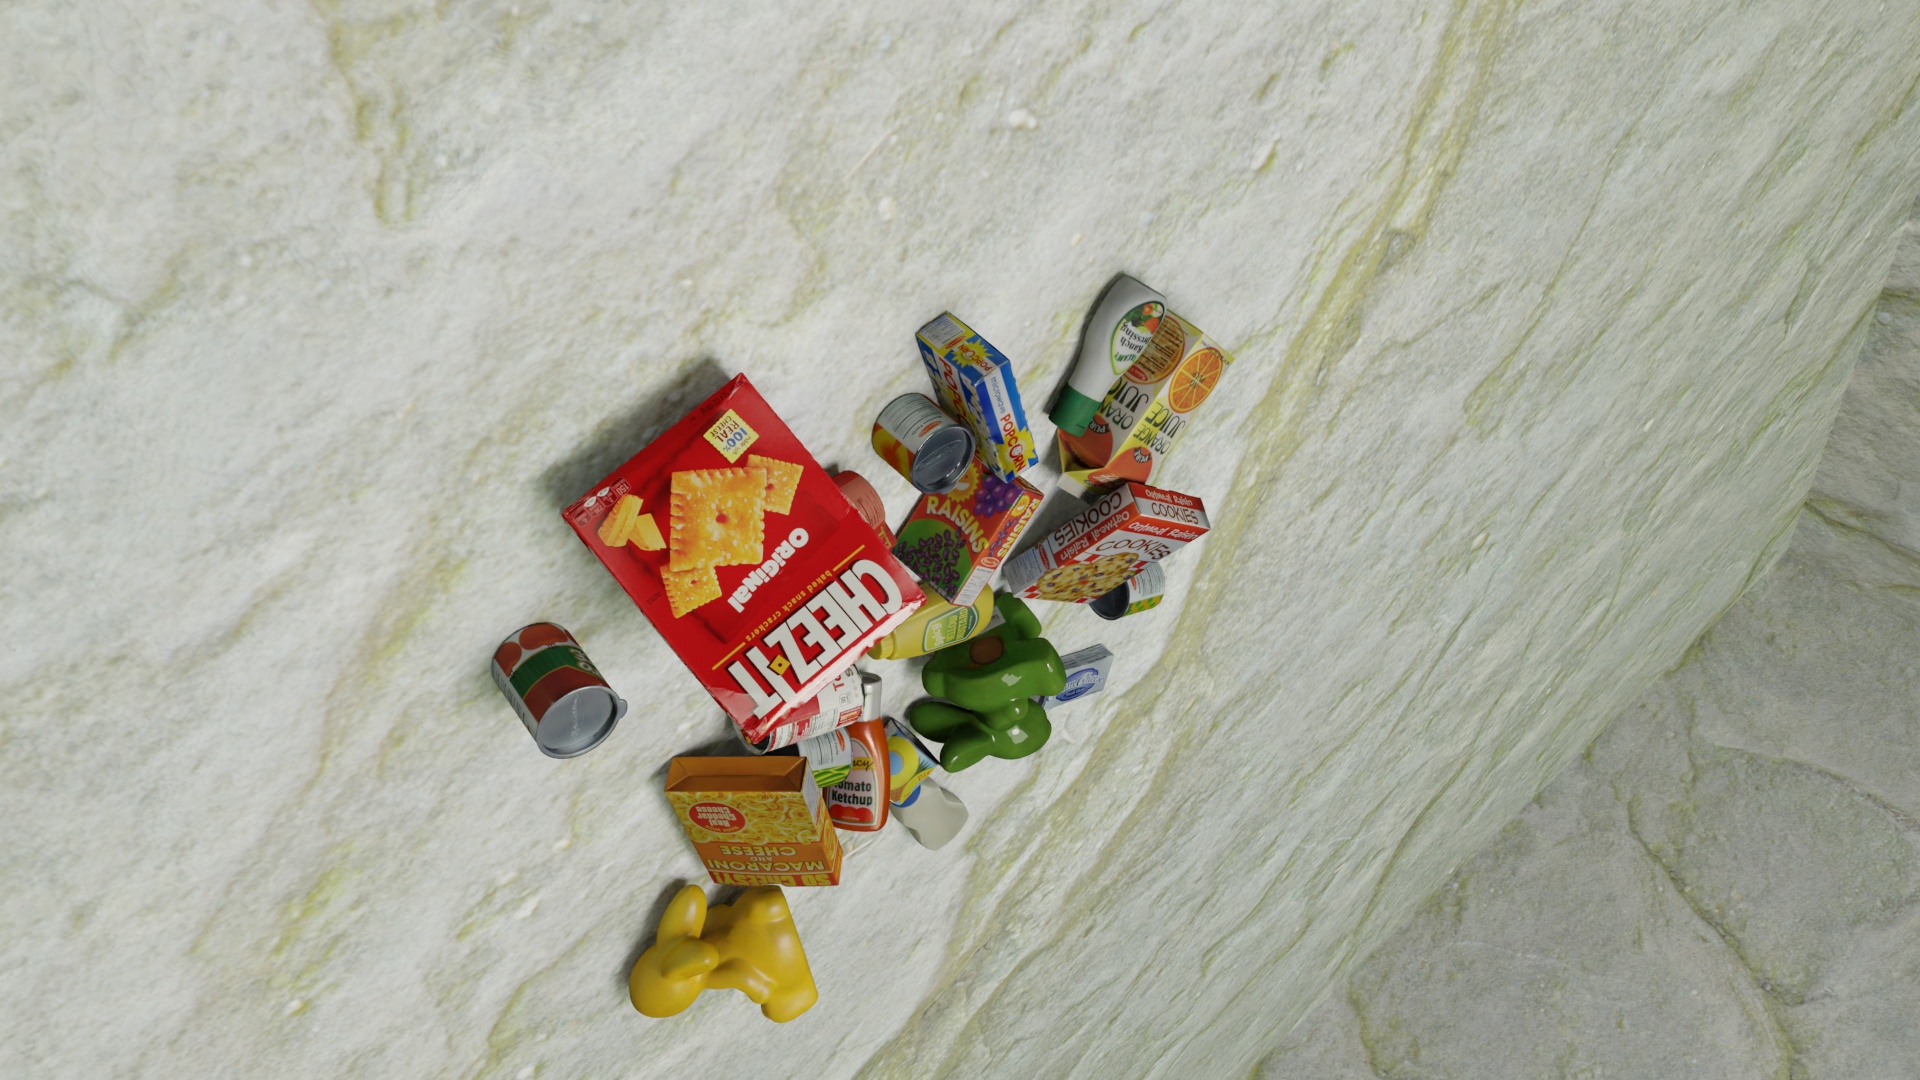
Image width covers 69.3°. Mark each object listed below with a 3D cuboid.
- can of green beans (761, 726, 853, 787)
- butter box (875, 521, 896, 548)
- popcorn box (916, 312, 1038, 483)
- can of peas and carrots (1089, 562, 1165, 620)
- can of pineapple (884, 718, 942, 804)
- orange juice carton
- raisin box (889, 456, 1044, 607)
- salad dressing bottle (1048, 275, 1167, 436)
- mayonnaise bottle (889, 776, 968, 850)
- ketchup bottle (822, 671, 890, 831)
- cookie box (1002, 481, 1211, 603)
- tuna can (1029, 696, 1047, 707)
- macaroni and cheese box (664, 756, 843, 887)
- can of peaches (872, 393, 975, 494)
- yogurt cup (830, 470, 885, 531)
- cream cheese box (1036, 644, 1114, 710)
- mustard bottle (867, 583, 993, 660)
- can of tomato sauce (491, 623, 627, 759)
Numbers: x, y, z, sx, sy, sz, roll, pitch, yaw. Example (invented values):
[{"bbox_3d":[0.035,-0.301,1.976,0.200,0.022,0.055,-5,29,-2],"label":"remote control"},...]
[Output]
[{"bbox_3d":[-0.142,0.197,1.281,0.058,0.071,0.071,-3,124,-43],"label":"can of green beans"},{"bbox_3d":[-0.106,0.013,1.190,0.104,0.024,0.053,-39,141,-12],"label":"butter box"},{"bbox_3d":[0.015,-0.117,1.147,0.038,0.085,0.126,-37,142,-13],"label":"popcorn box"},{"bbox_3d":[0.172,0.047,1.466,0.059,0.071,0.070,-12,130,-39],"label":"can of peas and carrots"},{"bbox_3d":[-0.062,0.221,1.379,0.058,0.071,0.071,-46,143,-2],"label":"can of pineapple"},{"bbox_3d":[0.162,-0.120,1.302,0.192,0.073,0.072,-55,143,9],"label":"orange juice carton"},{"bbox_3d":[0.004,-0.015,1.224,0.123,0.086,0.040,-57,148,11],"label":"raisin box"},{"bbox_3d":[0.131,-0.165,1.256,0.064,0.044,0.147,13,112,-48],"label":"salad dressing bottle"},{"bbox_3d":[-0.044,0.278,1.472,0.065,0.041,0.147,-46,142,-7],"label":"mayonnaise bottle"},{"bbox_3d":[-0.096,0.199,1.316,0.044,0.065,0.148,-51,146,-74],"label":"ketchup bottle"},{"bbox_3d":[0.143,0.005,1.361,0.167,0.040,0.123,-35,153,33],"label":"cookie box"},{"bbox_3d":[0.059,0.168,1.484,0.071,0.033,0.070,-26,138,-27],"label":"tuna can"},{"bbox_3d":[-0.183,0.257,1.257,0.124,0.040,0.165,-2,137,9],"label":"macaroni and cheese box"},{"bbox_3d":[-0.031,-0.079,1.157,0.071,0.058,0.070,-27,138,-27],"label":"can of peaches"},{"bbox_3d":[-0.099,-0.021,1.137,0.054,0.072,0.072,-38,143,-27],"label":"yogurt cup"},{"bbox_3d":[0.122,0.152,1.541,0.104,0.024,0.053,-13,129,-38],"label":"cream cheese box"},{"bbox_3d":[-0.043,0.078,1.290,0.161,0.049,0.065,-21,133,-32],"label":"mustard bottle"},{"bbox_3d":[-0.299,0.110,1.033,0.071,0.083,0.070,-27,138,-27],"label":"can of tomato sauce"}]
